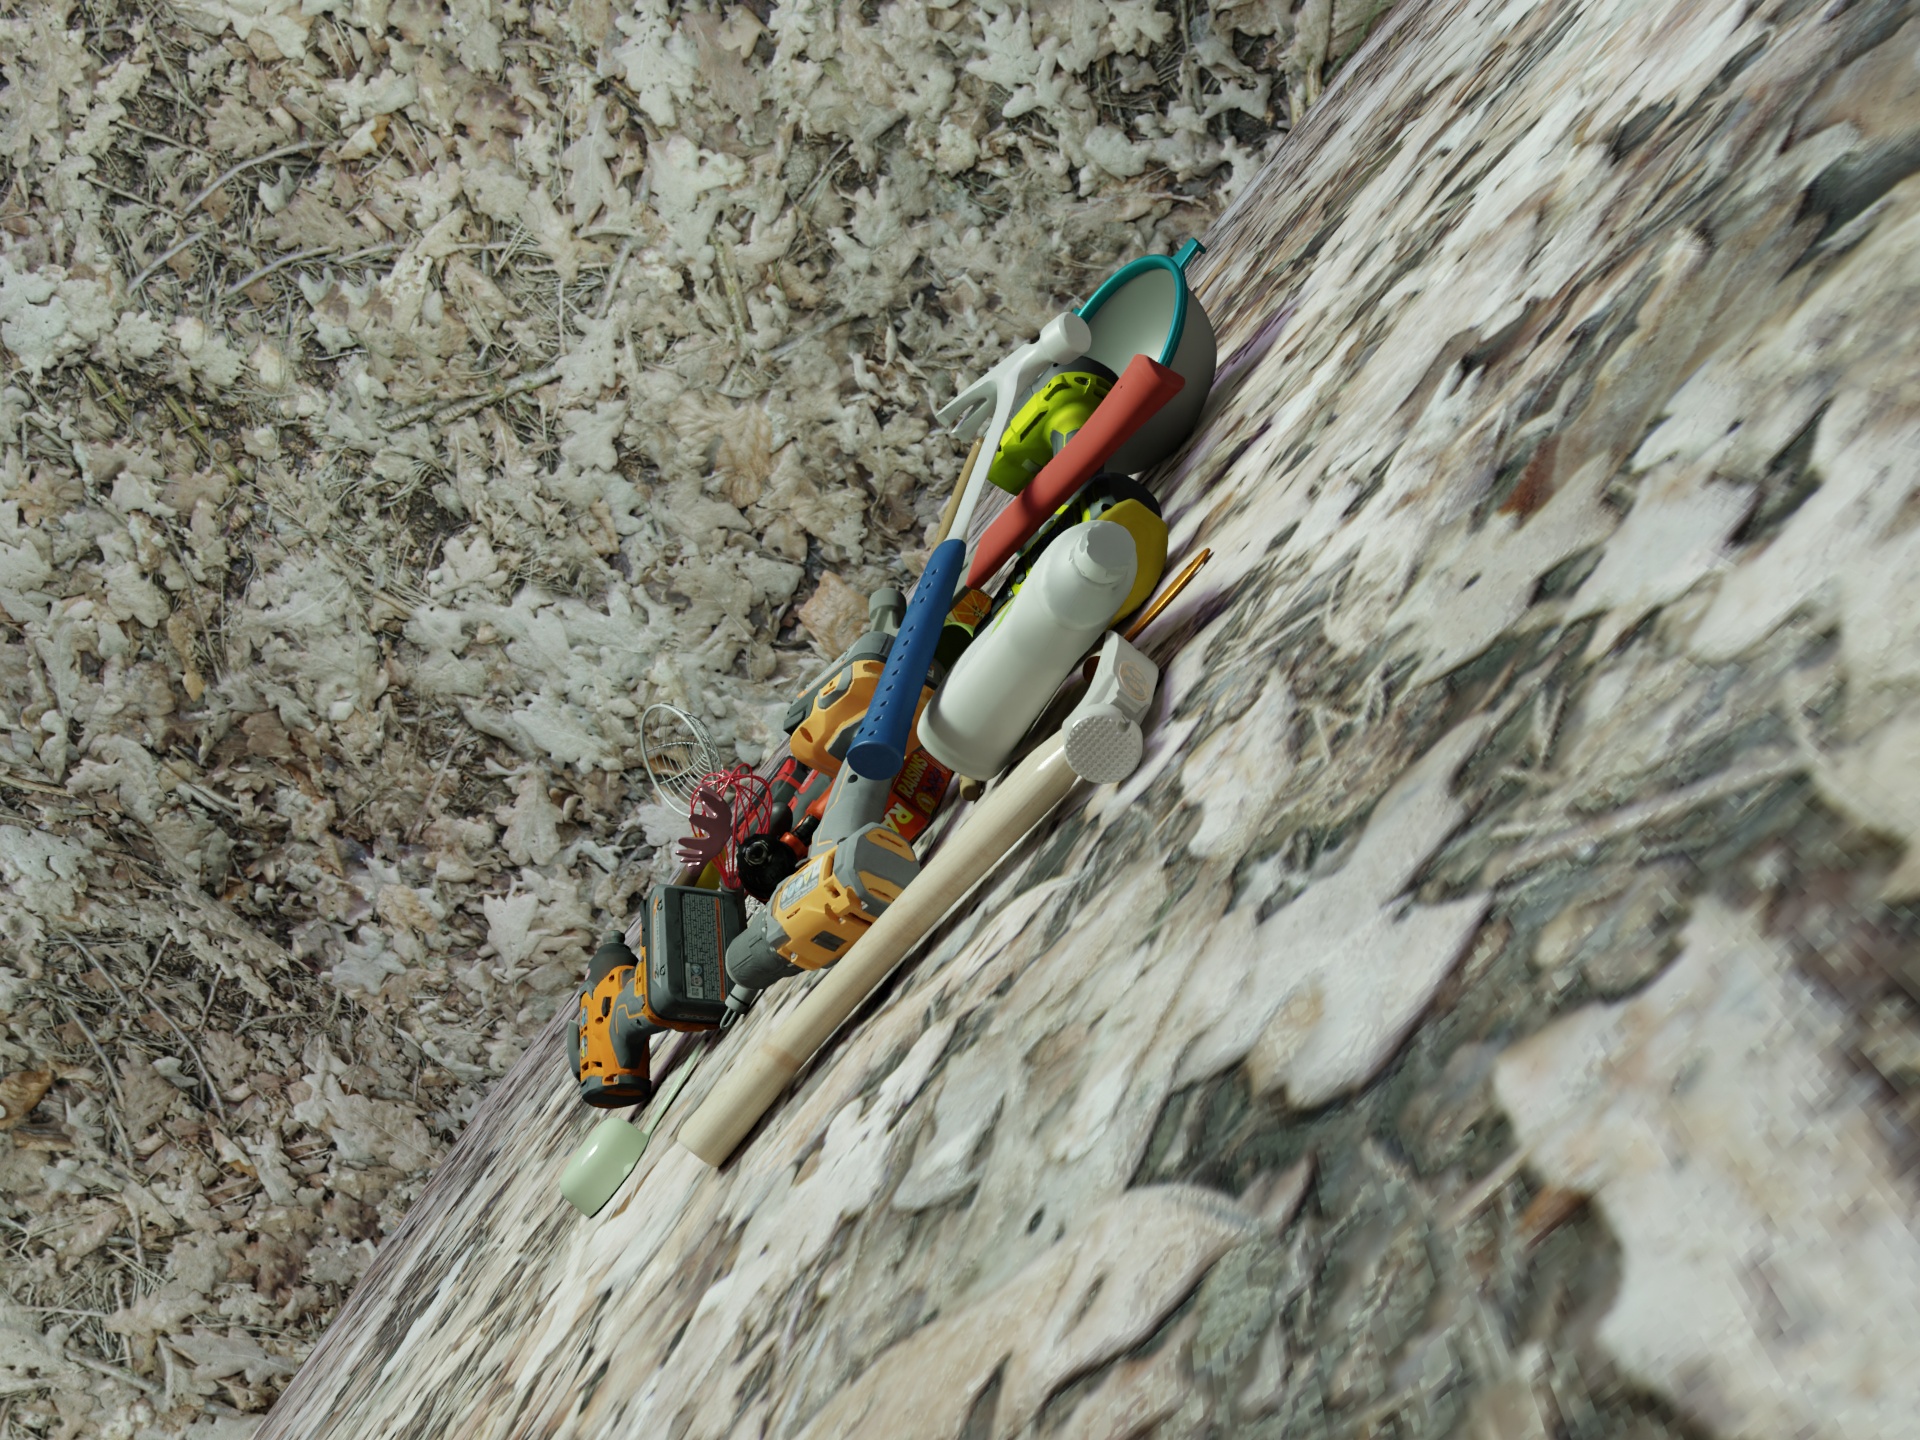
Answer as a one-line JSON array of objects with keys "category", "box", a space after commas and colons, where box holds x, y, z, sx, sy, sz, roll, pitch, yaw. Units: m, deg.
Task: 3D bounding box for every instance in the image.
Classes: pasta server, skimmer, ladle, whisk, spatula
[{"category": "pasta server", "box": [-0.245, 0.135, 1.394, 0.316, 0.040, 0.060, 130, 159, -59]}, {"category": "skimmer", "box": [-0.293, 0.143, 1.594, 0.127, 0.090, 0.364, 121, 155, -44]}, {"category": "ladle", "box": [-0.002, -0.004, 1.215, 0.320, 0.062, 0.078, -86, 9, -72]}, {"category": "whisk", "box": [-0.209, 0.137, 1.454, 0.073, 0.073, 0.295, -57, -15, -37]}, {"category": "spatula", "box": [-0.029, -0.146, 1.398, 0.082, 0.044, 0.317, -52, -7, -34]}, {"category": "whisk", "box": [-0.198, 0.140, 1.543, 0.070, 0.070, 0.284, -56, 0, -30]}]

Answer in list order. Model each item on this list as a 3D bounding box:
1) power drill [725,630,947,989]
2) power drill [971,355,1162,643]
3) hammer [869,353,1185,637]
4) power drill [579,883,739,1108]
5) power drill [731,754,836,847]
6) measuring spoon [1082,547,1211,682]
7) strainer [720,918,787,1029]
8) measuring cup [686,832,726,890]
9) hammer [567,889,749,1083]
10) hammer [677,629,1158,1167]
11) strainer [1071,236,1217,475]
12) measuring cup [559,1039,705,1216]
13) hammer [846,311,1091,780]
[{"category": "power drill", "box": [-0.090, 0.071, 1.102, 0.185, 0.084, 0.226, -39, 33, 42]}, {"category": "power drill", "box": [0.071, -0.165, 1.262, 0.190, 0.080, 0.229, -45, 33, 37]}, {"category": "hammer", "box": [0.036, -0.133, 1.181, 0.359, 0.036, 0.149, -43, 36, 37]}, {"category": "power drill", "box": [-0.274, 0.229, 1.403, 0.226, 0.084, 0.164, -44, 45, 43]}, {"category": "power drill", "box": [-0.138, 0.065, 1.620, 0.188, 0.080, 0.226, -55, 11, -24]}, {"category": "measuring spoon", "box": [0.113, -0.067, 0.988, 0.117, 0.011, 0.021, -48, 8, 25]}, {"category": "strainer", "box": [-0.123, 0.141, 1.298, 0.258, 0.050, 0.086, -58, -19, -6]}, {"category": "measuring cup", "box": [-0.244, 0.182, 1.502, 0.062, 0.029, 0.157, 81, -170, -66]}, {"category": "hammer", "box": [-0.276, 0.221, 1.672, 0.386, 0.038, 0.143, -53, -20, -35]}, {"category": "hammer", "box": [-0.033, 0.115, 0.904, 0.410, 0.038, 0.146, -48, 7, 24]}, {"category": "strainer", "box": [0.144, -0.237, 1.389, 0.211, 0.095, 0.340, -14, 58, 58]}, {"category": "measuring cup", "box": [-0.265, 0.319, 1.286, 0.168, 0.038, 0.083, -57, 10, -32]}, {"category": "hammer", "box": [-0.006, -0.125, 1.117, 0.144, 0.035, 0.406, -27, 34, 44]}]
